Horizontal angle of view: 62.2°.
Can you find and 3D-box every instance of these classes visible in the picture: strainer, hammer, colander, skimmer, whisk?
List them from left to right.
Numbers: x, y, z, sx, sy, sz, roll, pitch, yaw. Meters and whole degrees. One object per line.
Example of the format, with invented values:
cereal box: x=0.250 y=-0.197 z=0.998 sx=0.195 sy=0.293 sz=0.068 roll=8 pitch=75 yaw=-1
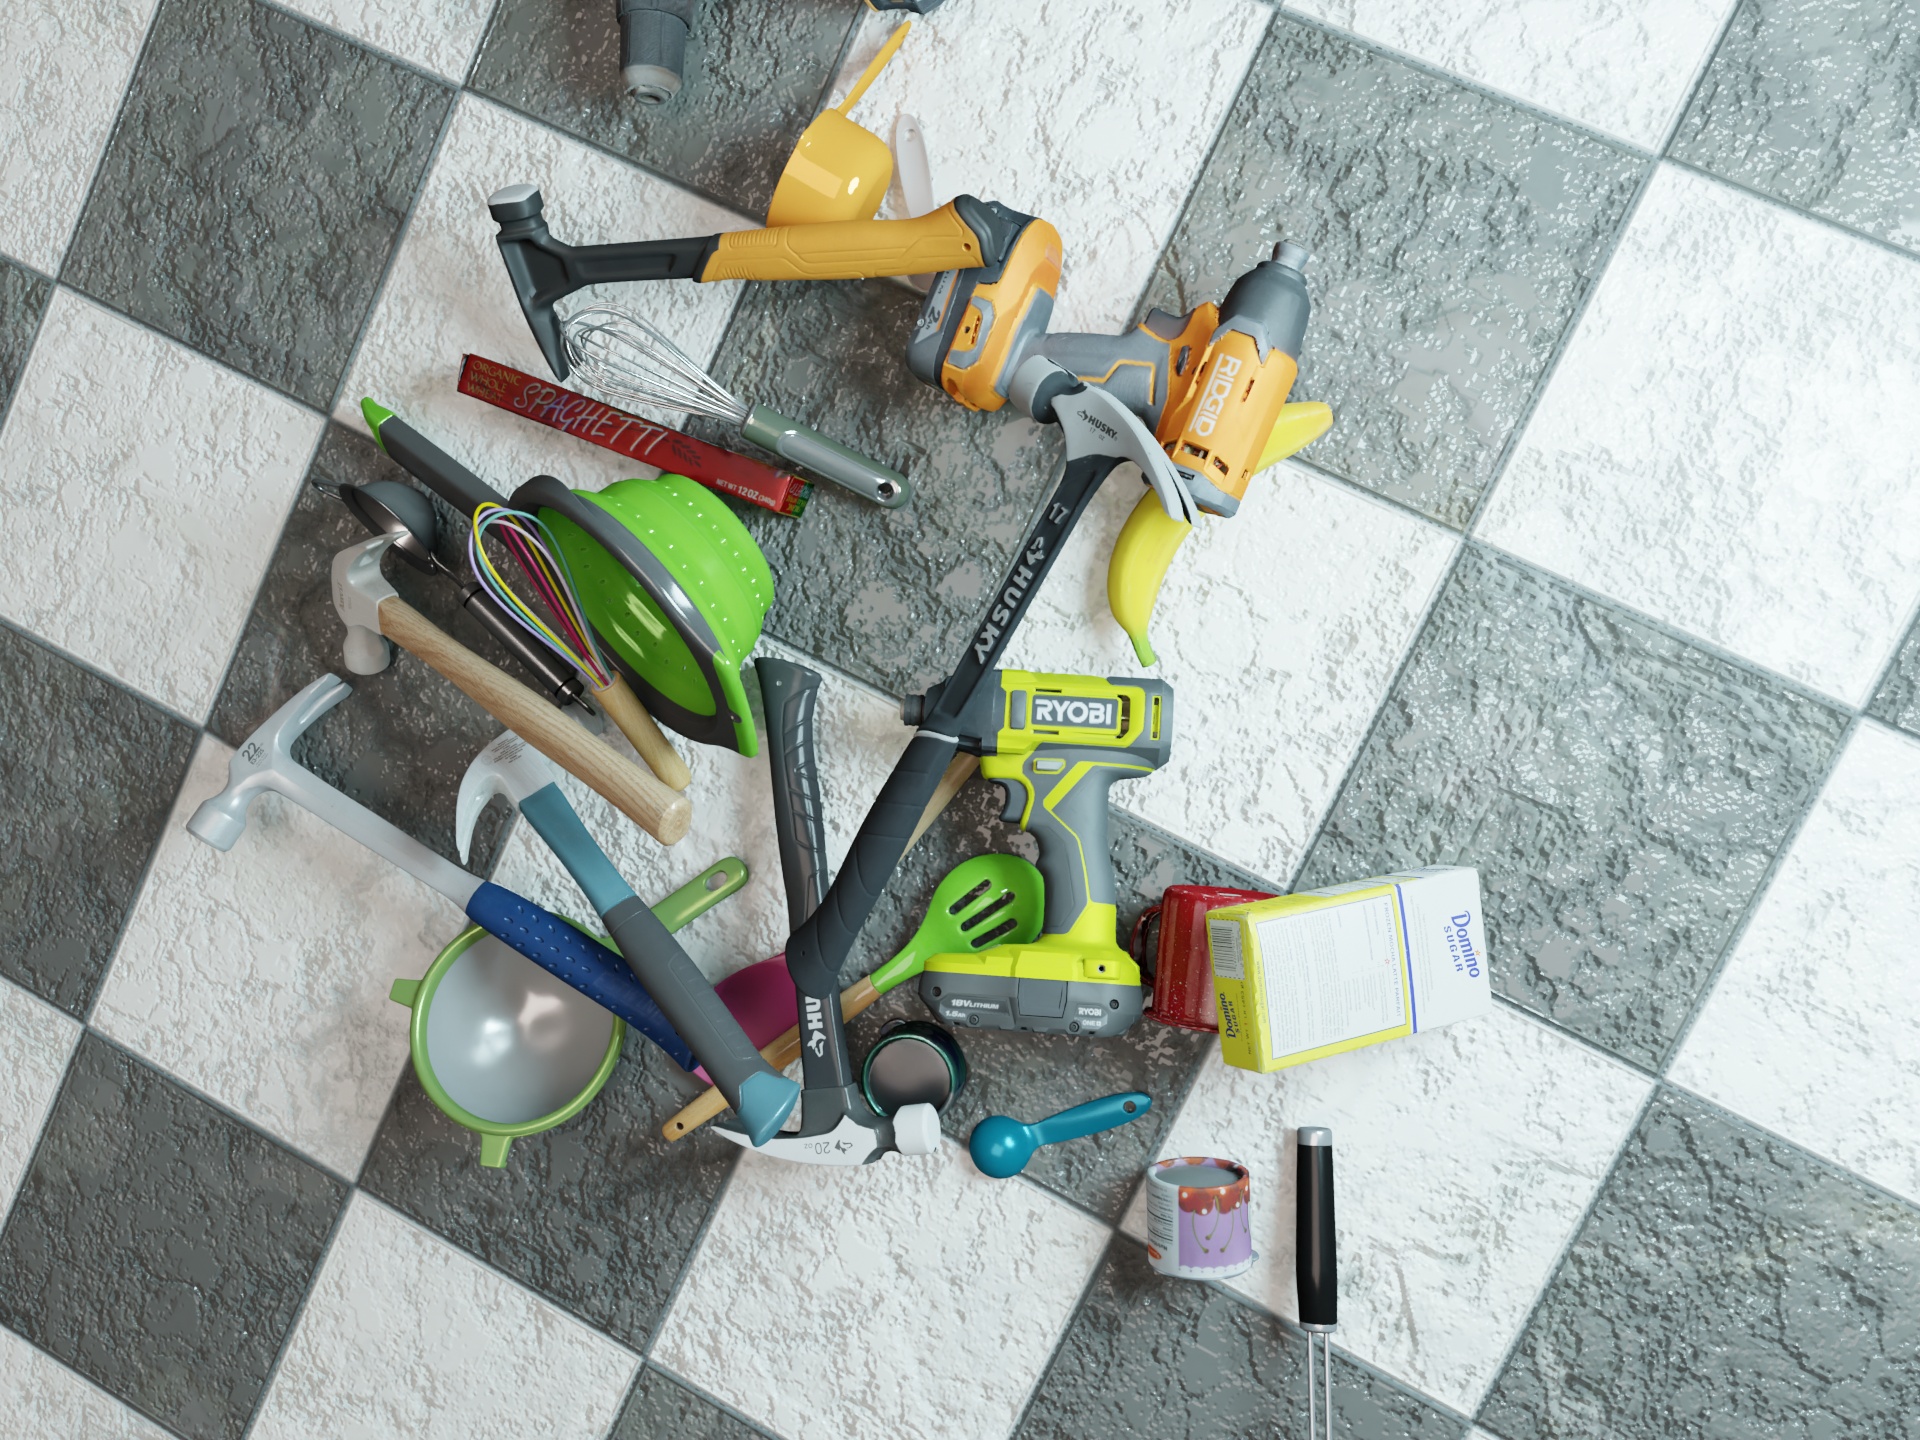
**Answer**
strainer: x=-0.339 y=-0.092 z=1.090 sx=0.258 sy=0.086 sz=0.050 roll=43 pitch=70 yaw=7
hammer: x=-0.331 y=0.109 z=1.071 sx=0.406 sy=0.035 sz=0.144 roll=28 pitch=78 yaw=15
hammer: x=-0.298 y=-0.019 z=1.029 sx=0.331 sy=0.031 sz=0.130 roll=32 pitch=135 yaw=24
colander: x=-0.249 y=-0.133 z=1.056 sx=0.397 sy=0.204 sz=0.094 roll=36 pitch=65 yaw=24
whisk: x=-0.238 y=-0.043 z=1.021 sx=0.051 sy=0.047 sz=0.244 roll=-33 pitch=128 yaw=-5
strainer: x=-0.249 y=0.179 z=1.094 sx=0.256 sy=0.069 sz=0.152 roll=-35 pitch=71 yaw=-6
hammer: x=-0.209 y=0.130 z=1.018 sx=0.128 sy=0.033 sz=0.331 roll=-32 pitch=66 yaw=-24
whisk: x=-0.144 y=-0.198 z=1.026 sx=0.246 sy=0.059 sz=0.057 roll=25 pitch=114 yaw=-11
hammer: x=-0.134 y=-0.284 z=0.998 sx=0.337 sy=0.034 sz=0.127 roll=2 pitch=128 yaw=21
hammer: x=-0.105 y=0.121 z=1.044 sx=0.146 sy=0.035 sz=0.335 roll=-10 pitch=82 yaw=16
hammer: x=-0.001 y=-0.003 z=0.941 sx=0.149 sy=0.036 sz=0.409 roll=42 pitch=112 yaw=37
skimmer: x=0.229 y=0.442 z=1.014 sx=0.127 sy=0.090 sz=0.363 roll=-1 pitch=82 yaw=15

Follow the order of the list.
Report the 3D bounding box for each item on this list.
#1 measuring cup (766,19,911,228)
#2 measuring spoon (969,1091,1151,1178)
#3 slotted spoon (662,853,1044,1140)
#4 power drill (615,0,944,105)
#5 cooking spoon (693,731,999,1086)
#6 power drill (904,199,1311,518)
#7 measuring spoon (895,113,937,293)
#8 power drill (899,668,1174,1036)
measuring cup: x=-0.059 y=-0.373 z=1.023 sx=0.052 sy=0.095 sz=0.174 roll=32 pitch=79 yaw=-1
measuring spoon: x=0.064 y=0.270 z=1.043 sx=0.128 sy=0.021 sz=0.042 roll=-21 pitch=88 yaw=13
slotted spoon: x=-0.075 y=0.192 z=1.060 sx=0.314 sy=0.031 sz=0.070 roll=-36 pitch=86 yaw=9
power drill: x=-0.122 y=-0.494 z=1.019 sx=0.226 sy=0.084 sz=0.185 roll=3 pitch=89 yaw=16
cooking spoon: x=-0.077 y=0.125 z=1.069 sx=0.068 sy=0.017 sz=0.319 roll=39 pitch=100 yaw=-5
power drill: x=0.096 y=-0.237 z=0.968 sx=0.227 sy=0.084 sz=0.164 roll=26 pitch=97 yaw=21
measuring spoon: x=-0.024 y=-0.338 z=1.044 sx=0.034 sy=0.018 sz=0.124 roll=-11 pitch=83 yaw=13
power drill: x=0.042 y=0.080 z=0.993 sx=0.171 sy=0.080 sz=0.223 roll=3 pitch=80 yaw=5
